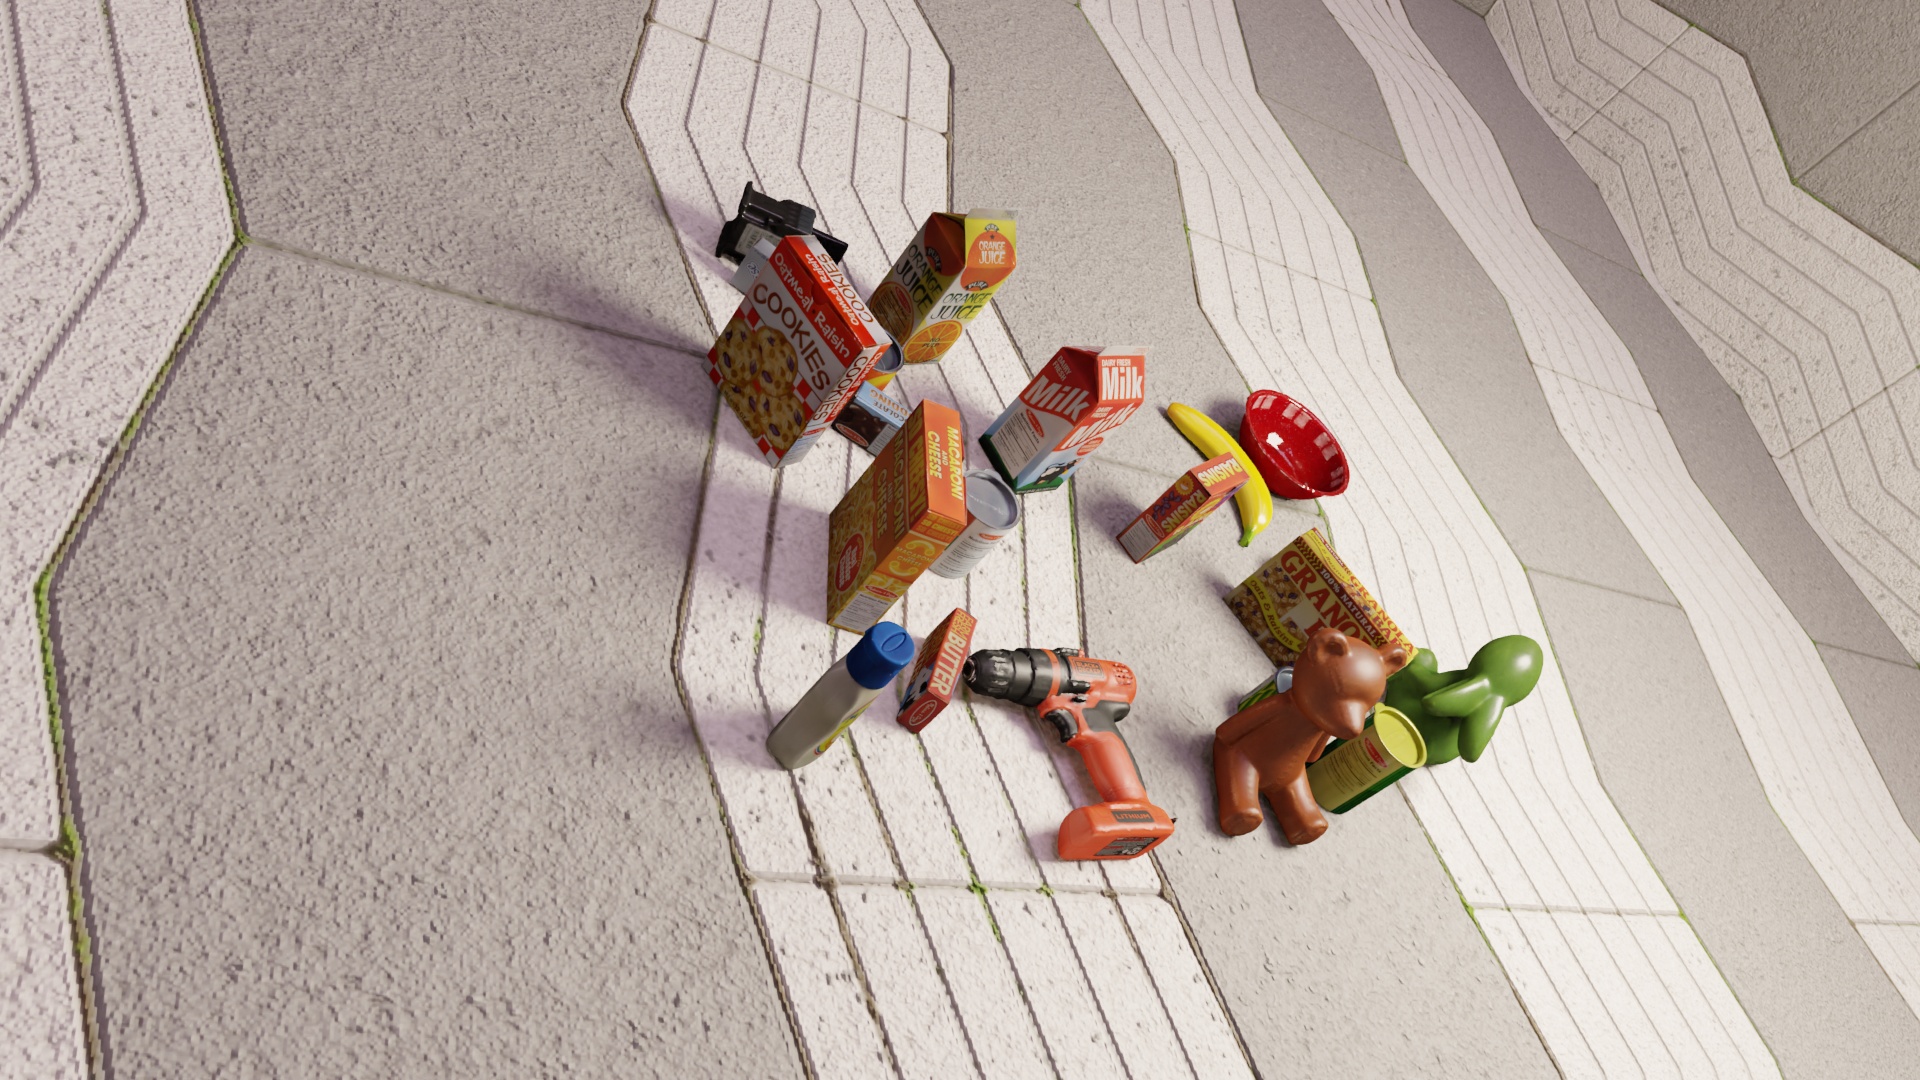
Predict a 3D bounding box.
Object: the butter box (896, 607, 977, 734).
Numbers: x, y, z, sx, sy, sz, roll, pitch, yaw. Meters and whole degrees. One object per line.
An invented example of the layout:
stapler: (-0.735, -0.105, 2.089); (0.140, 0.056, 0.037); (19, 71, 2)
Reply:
butter box: (-0.019, 0.107, 1.154); (0.024, 0.053, 0.104); (34, 40, -11)

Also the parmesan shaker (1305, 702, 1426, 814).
parmesan shaker: (0.393, 0.214, 1.361); (0.071, 0.102, 0.072); (23, 44, -23)

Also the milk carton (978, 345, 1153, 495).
milk carton: (0.109, -0.129, 1.362); (0.072, 0.189, 0.073); (-9, 62, -44)

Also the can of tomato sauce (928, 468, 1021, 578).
can of tomato sauce: (0.004, -0.016, 1.259); (0.071, 0.082, 0.071); (23, 44, -23)

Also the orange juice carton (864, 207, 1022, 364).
orange juice carton: (-0.015, -0.261, 1.375); (0.072, 0.191, 0.073); (-9, 62, -44)

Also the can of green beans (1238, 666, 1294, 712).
can of green beans: (0.318, 0.168, 1.375); (0.071, 0.057, 0.071); (22, 44, -23)

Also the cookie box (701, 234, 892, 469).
cookie box: (-0.145, -0.161, 1.198); (0.040, 0.166, 0.123); (-21, 70, -48)

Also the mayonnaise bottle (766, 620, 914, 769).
mayonnaise bottle: (-0.086, 0.113, 1.019); (0.041, 0.147, 0.065); (49, 40, 7)

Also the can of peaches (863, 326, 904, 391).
can of peaches: (-0.098, -0.168, 1.329); (0.071, 0.057, 0.071); (22, 44, -23)

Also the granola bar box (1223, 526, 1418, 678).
granola bar box: (0.371, 0.087, 1.439); (0.039, 0.123, 0.166); (-23, 72, -48)

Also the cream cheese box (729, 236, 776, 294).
cream cheese box: (-0.166, -0.240, 1.340); (0.104, 0.053, 0.024); (36, 40, -9)

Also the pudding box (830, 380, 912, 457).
pudding box: (-0.072, -0.106, 1.302); (0.083, 0.049, 0.030); (33, 41, -12)

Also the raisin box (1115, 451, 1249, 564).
raisin box: (0.229, -0.033, 1.429); (0.086, 0.122, 0.040); (-22, 71, -48)

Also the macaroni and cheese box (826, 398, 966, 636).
macaroni and cheese box: (-0.055, -0.018, 1.147); (0.040, 0.165, 0.124); (20, 45, -26)
